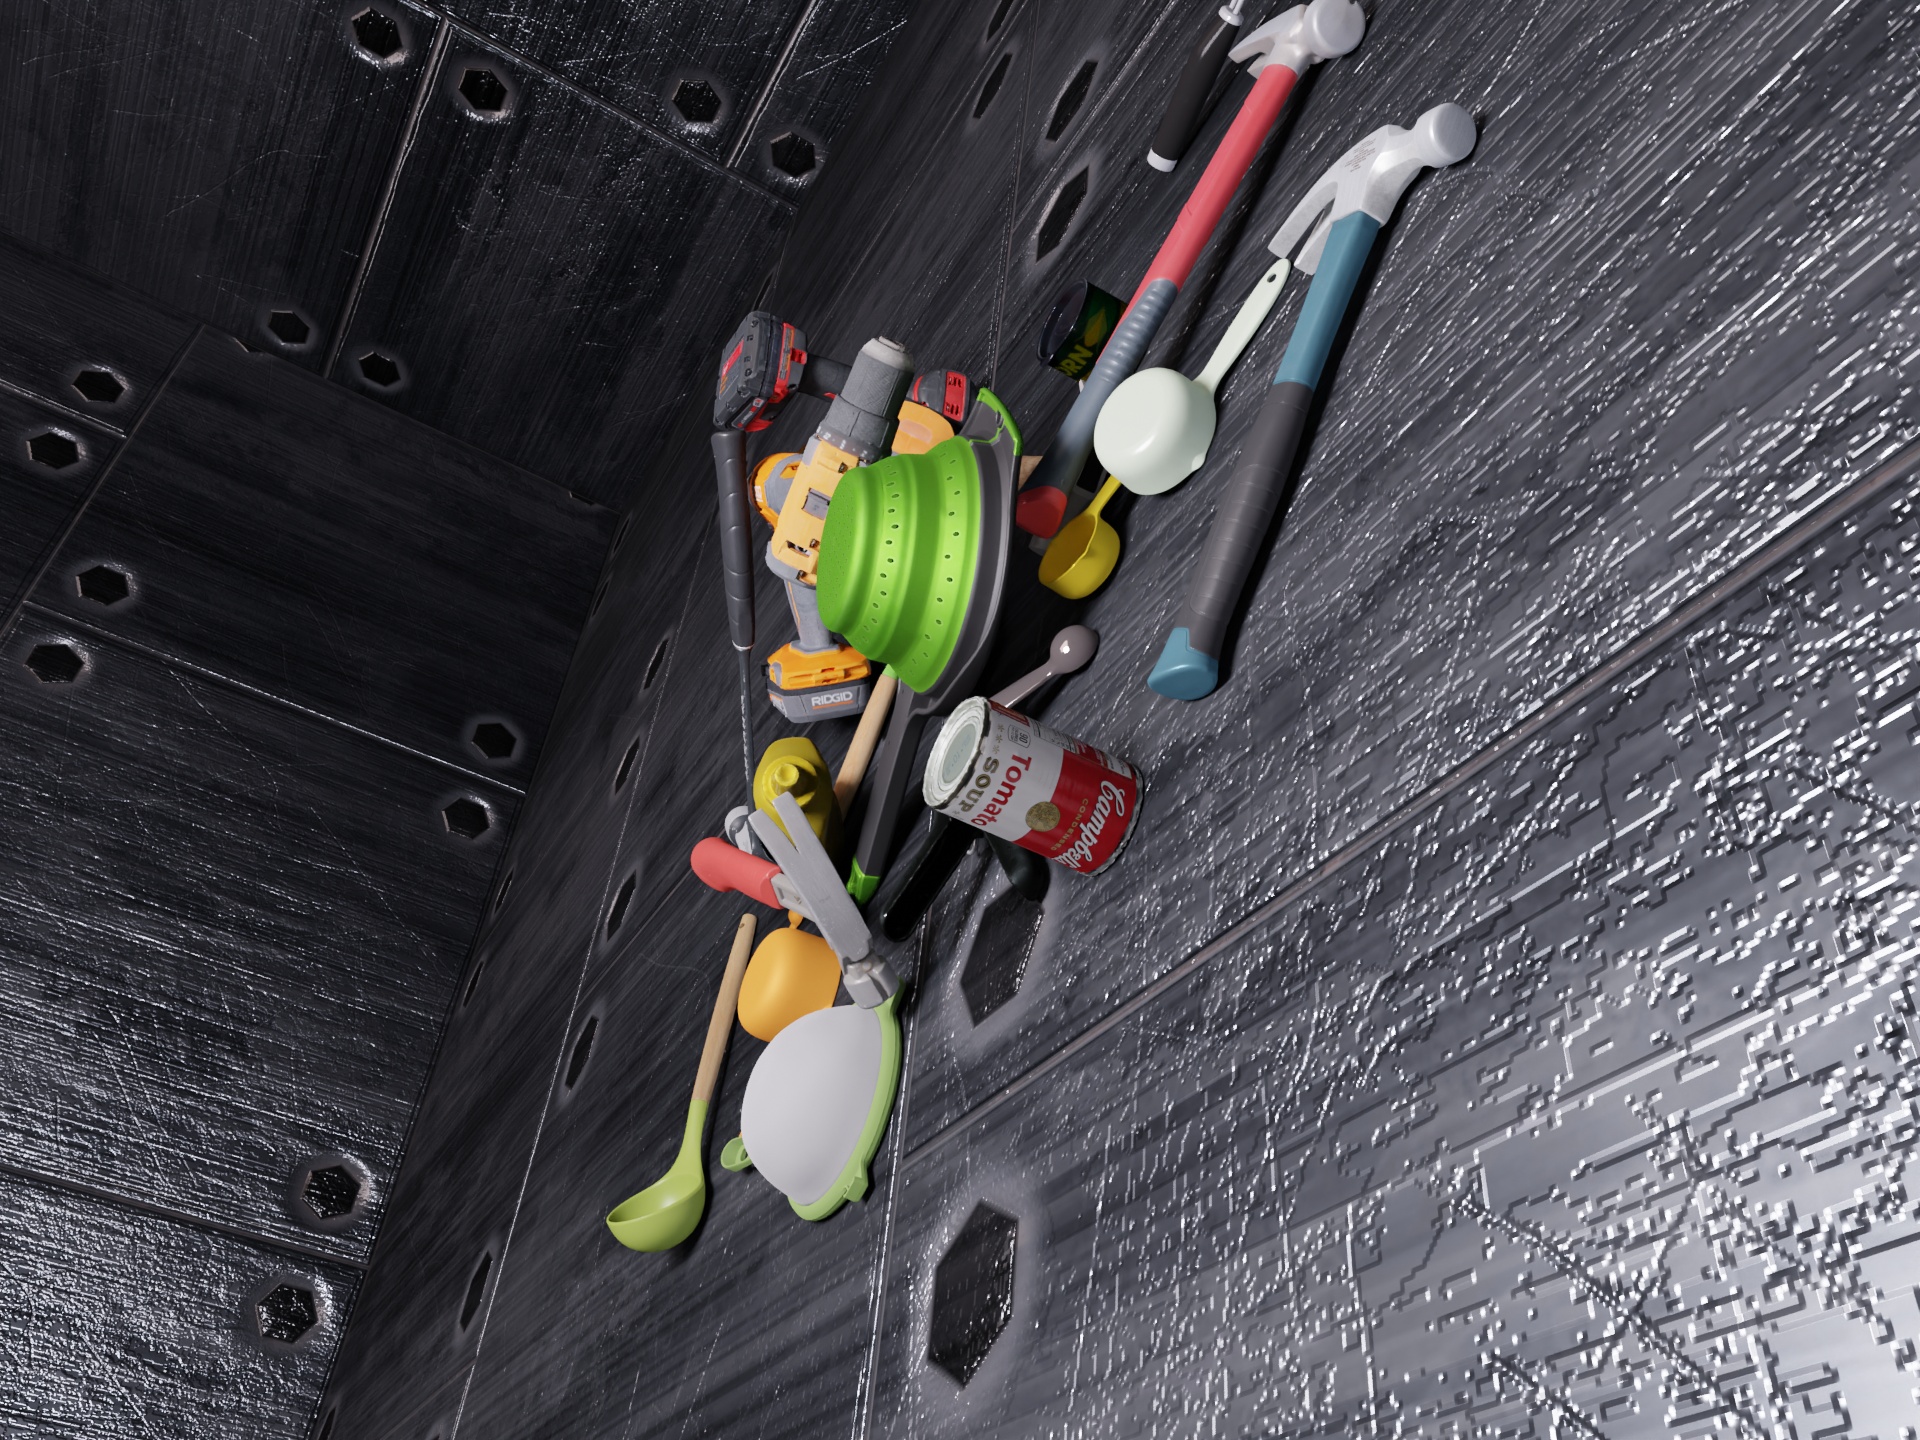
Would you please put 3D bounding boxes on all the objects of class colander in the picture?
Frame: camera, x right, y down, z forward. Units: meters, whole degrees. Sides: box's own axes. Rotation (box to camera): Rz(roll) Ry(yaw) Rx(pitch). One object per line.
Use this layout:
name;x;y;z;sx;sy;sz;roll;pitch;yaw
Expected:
colander;-0.061;-0.039;1.104;0.205;0.094;0.397;-113;35;-58

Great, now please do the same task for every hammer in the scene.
hammer;0.042;-0.193;1.236;0.130;0.031;0.331;-66;19;1
hammer;0.133;-0.298;1.066;0.386;0.038;0.143;-60;18;1
hammer;-0.193;-0.054;1.411;0.149;0.036;0.408;-131;38;-65
hammer;-0.146;0.110;1.154;0.037;0.149;0.359;-33;13;-18
hammer;0.175;-0.166;0.859;0.331;0.033;0.128;-68;20;-6

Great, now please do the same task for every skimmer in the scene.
skimmer;0.245;-0.547;1.124;0.127;0.090;0.363;-93;22;-46

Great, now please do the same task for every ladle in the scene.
ladle;-0.218;0.288;1.320;0.078;0.062;0.320;-18;41;29

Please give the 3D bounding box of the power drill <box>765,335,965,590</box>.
power drill;-0.060;-0.200;1.209;0.185;0.084;0.226;-66;-10;18

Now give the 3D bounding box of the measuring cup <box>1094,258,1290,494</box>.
measuring cup;0.142;-0.218;0.976;0.167;0.038;0.083;-55;39;13

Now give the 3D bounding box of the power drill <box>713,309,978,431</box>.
power drill;-0.107;-0.293;1.458;0.143;0.219;0.079;156;122;-65

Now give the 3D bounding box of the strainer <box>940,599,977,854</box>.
strainer;-0.002;-0.004;1.121;0.087;0.050;0.259;-50;31;34

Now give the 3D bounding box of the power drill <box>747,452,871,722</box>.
power drill;-0.142;-0.123;1.405;0.164;0.084;0.226;-149;51;-70

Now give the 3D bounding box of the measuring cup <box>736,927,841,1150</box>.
measuring cup;-0.150;0.239;1.201;0.173;0.052;0.095;-64;19;-1

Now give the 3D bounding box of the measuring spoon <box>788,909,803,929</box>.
measuring spoon;-0.160;0.202;1.330;0.117;0.011;0.021;-62;20;12

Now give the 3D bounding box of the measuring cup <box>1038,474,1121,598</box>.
measuring cup;0.108;-0.145;1.036;0.156;0.029;0.062;-54;22;-2

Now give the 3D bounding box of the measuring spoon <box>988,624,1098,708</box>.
measuring spoon;0.033;-0.024;1.017;0.124;0.018;0.034;-35;32;15

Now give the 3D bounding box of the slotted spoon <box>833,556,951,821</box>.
slotted spoon;-0.068;-0.012;1.320;0.314;0.031;0.070;-68;18;-2

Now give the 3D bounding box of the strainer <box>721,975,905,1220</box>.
strainer;-0.129;0.267;1.089;0.256;0.069;0.152;-39;33;50
